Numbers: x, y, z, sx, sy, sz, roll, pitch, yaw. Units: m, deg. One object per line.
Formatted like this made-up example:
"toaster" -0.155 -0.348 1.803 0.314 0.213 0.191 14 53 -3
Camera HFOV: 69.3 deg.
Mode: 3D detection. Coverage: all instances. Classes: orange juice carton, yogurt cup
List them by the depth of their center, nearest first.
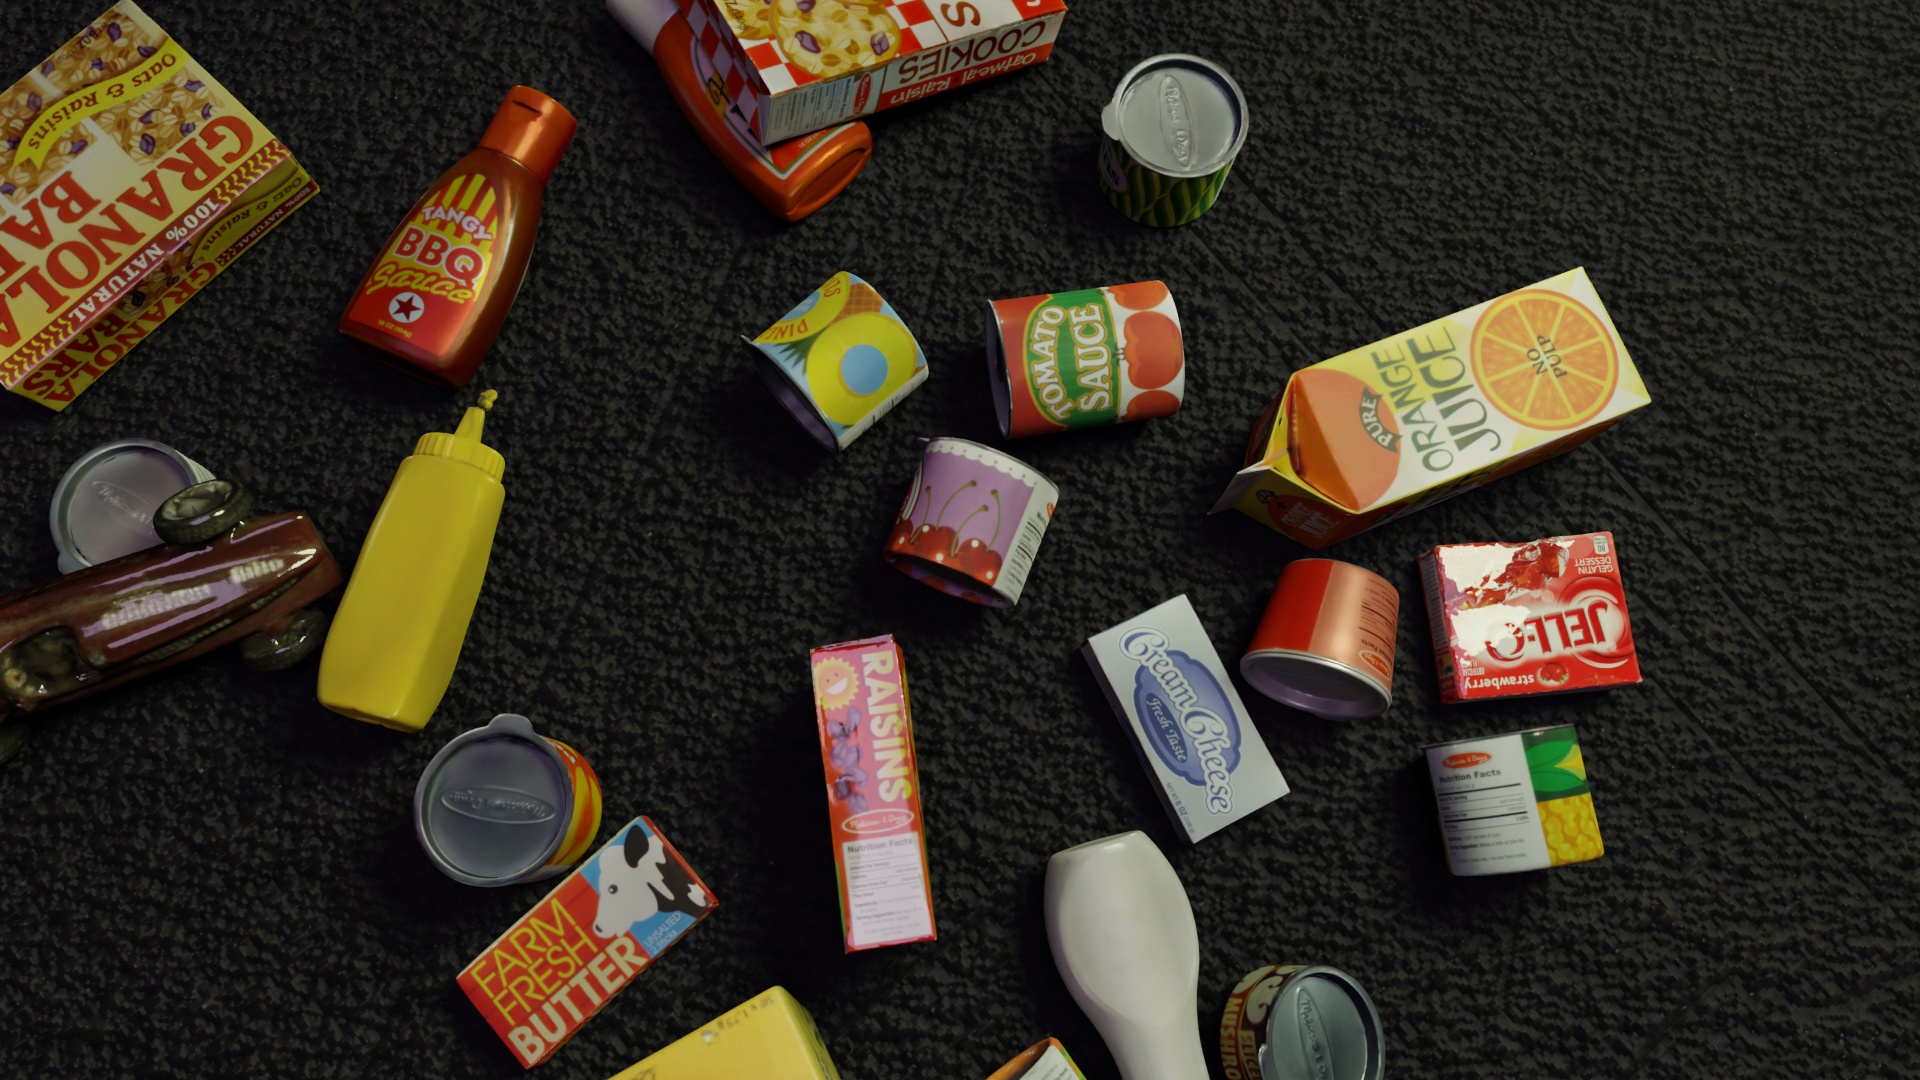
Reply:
"yogurt cup" 0.167 0.044 0.634 0.072 0.072 0.054 20 69 2
"orange juice carton" 0.210 -0.054 0.653 0.193 0.071 0.073 -20 78 -7

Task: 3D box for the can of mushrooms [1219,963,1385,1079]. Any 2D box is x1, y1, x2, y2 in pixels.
"can of mushrooms" 0.144 0.216 0.593 0.071 0.033 0.071 10 70 -28

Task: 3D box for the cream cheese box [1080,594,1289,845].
"cream cheese box" 0.103 0.081 0.641 0.053 0.024 0.104 -26 79 -9

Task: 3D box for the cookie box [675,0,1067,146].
"cookie box" -0.049 -0.274 0.685 0.168 0.040 0.123 -24 74 -23

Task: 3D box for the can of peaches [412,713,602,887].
"can of peaches" -0.194 0.114 0.604 0.071 0.058 0.071 0 76 -2

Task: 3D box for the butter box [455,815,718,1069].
"butter box" -0.162 0.175 0.608 0.104 0.024 0.053 -42 81 -11

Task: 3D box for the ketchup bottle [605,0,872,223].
"ketchup bottle" -0.115 -0.229 0.695 0.065 0.043 0.149 -42 81 -16

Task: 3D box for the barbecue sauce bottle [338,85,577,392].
"barbecue sauce bottle" -0.235 -0.148 0.671 0.065 0.043 0.149 23 77 4

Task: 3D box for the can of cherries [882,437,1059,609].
"can of cherries" 0.002 -0.008 0.637 0.071 0.071 0.058 21 78 3

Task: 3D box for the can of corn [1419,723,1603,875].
"can of corn" 0.247 0.115 0.620 0.071 0.071 0.058 -8 78 -4

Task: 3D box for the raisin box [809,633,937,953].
"raisin box" -0.036 0.109 0.597 0.040 0.086 0.123 -8 77 -2

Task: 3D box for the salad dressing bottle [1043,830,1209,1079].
"salad dressing bottle" 0.080 0.203 0.602 0.064 0.044 0.148 -14 79 -13

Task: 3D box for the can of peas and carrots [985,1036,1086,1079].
"can of peas and carrots" 0.030 0.252 0.578 0.071 0.071 0.059 -36 80 -10

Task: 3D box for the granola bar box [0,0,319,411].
"granola bar box" -0.418 -0.162 0.669 0.124 0.039 0.166 42 78 8

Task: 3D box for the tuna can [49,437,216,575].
"tuna can" -0.377 -0.009 0.637 0.071 0.032 0.071 1 77 -2

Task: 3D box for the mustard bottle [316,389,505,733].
"mustard bottle" -0.240 0.004 0.627 0.049 0.065 0.161 14 71 -5

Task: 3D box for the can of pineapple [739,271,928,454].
"can of pineapple" -0.058 -0.085 0.651 0.058 0.071 0.071 -41 82 -11

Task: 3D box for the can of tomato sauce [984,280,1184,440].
"can of tomato sauce" 0.058 -0.085 0.655 0.083 0.071 0.071 -8 78 -5

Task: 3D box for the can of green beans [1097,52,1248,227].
"can of green beans" 0.104 -0.197 0.690 0.071 0.057 0.071 1 77 -2
